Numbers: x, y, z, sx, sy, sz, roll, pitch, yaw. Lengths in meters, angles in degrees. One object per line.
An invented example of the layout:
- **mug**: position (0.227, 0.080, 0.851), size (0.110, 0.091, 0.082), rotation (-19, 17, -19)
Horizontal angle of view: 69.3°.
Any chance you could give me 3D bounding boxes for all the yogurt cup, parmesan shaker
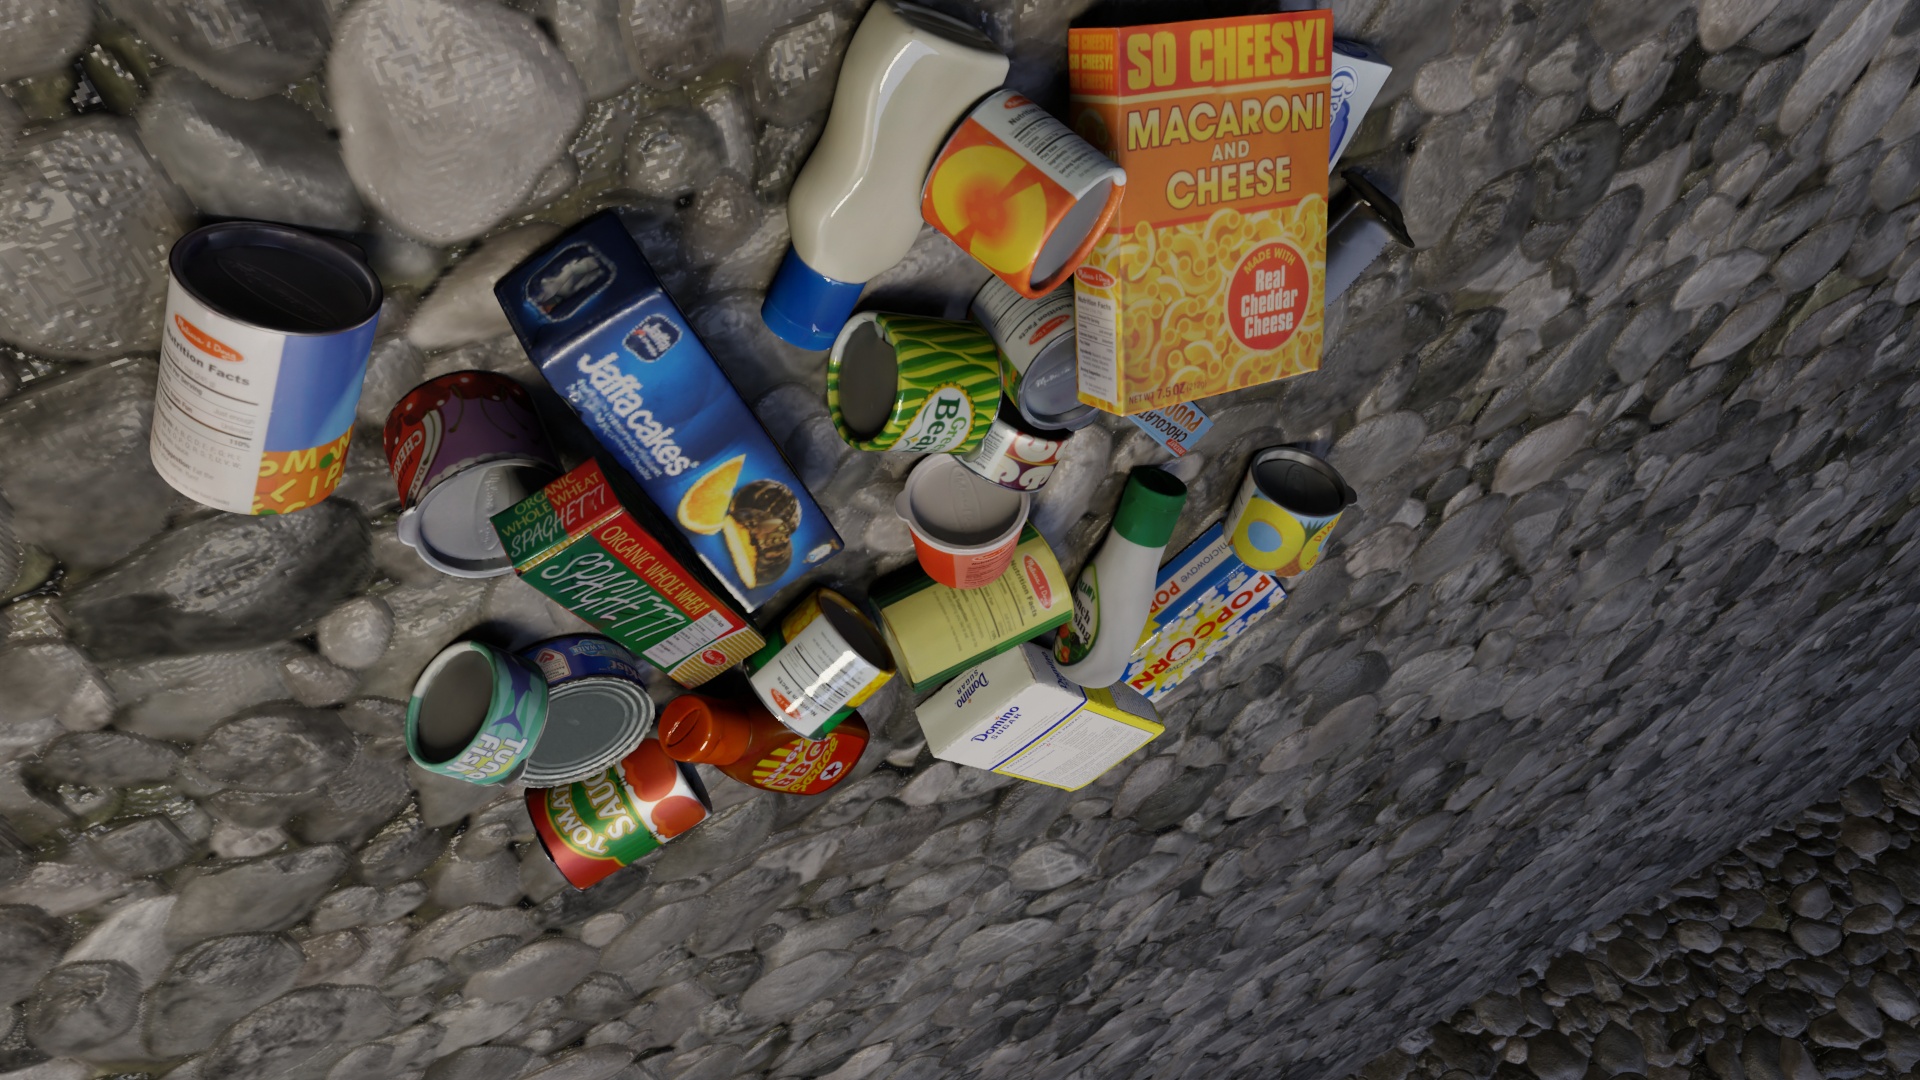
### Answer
- **yogurt cup**: position (0.003, -0.009, 0.756), size (0.072, 0.072, 0.053), rotation (-23, 151, -14)
- **parmesan shaker**: position (0.004, 0.036, 0.811), size (0.103, 0.071, 0.071), rotation (-25, 143, -11)

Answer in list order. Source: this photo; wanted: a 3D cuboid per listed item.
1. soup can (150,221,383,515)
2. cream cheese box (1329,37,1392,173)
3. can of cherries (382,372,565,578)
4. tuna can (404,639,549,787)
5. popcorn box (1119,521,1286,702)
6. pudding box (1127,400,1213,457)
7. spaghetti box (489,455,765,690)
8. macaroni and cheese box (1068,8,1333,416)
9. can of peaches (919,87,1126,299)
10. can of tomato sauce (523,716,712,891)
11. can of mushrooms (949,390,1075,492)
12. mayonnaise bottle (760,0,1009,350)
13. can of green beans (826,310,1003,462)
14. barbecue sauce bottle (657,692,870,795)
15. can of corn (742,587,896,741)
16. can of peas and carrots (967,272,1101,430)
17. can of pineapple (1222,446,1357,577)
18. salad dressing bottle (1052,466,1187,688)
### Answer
- **soup can**: position (-0.248, -0.062, 0.499), size (0.071, 0.071, 0.083), rotation (-1, 134, -37)
- **cream cheese box**: position (0.166, -0.200, 0.695), size (0.053, 0.024, 0.103), rotation (-4, 135, -37)
- **can of cherries**: position (-0.203, -0.028, 0.578), size (0.072, 0.058, 0.071), rotation (-21, 143, -16)
- **tuna can**: position (-0.234, 0.085, 0.673), size (0.071, 0.071, 0.033), rotation (-41, 142, 11)
- **popcorn box**: position (0.157, 0.052, 0.967), size (0.126, 0.038, 0.085), rotation (-41, 145, 9)
- **pudding box**: position (0.099, -0.082, 0.757), size (0.030, 0.050, 0.083), rotation (-45, 143, 12)
- **spaghetti box**: position (-0.143, 0.024, 0.644), size (0.050, 0.029, 0.249), rotation (-32, 163, -5)
- **macaroni and cheese box**: position (0.110, -0.151, 0.636), size (0.124, 0.040, 0.165), rotation (-15, 114, -27)
- **can of peaches**: position (0.026, -0.141, 0.575), size (0.071, 0.058, 0.071), rotation (-47, 167, -14)
- **can of tomato sauce**: position (-0.192, 0.147, 0.781), size (0.083, 0.071, 0.071), rotation (-29, 144, -7)
- **can of mushrooms**: position (0.025, -0.058, 0.714), size (0.071, 0.071, 0.033), rotation (3, 130, -40)
- **mayonnaise bottle**: position (-0.039, -0.148, 0.581), size (0.065, 0.041, 0.147), rotation (-1, 134, -44)
- **can of green beans**: position (-0.023, -0.074, 0.657), size (0.058, 0.071, 0.071), rotation (0, 133, -37)
- **barbecue sauce bottle**: position (-0.115, 0.115, 0.807), size (0.064, 0.044, 0.148), rotation (-47, 151, 10)
- **can of corn**: position (-0.078, 0.068, 0.782), size (0.058, 0.071, 0.071), rotation (-42, 143, 11)
- **can of peas and carrots**: position (0.045, -0.097, 0.690), size (0.071, 0.059, 0.070), rotation (-21, 143, -17)
- **can of pineapple**: position (0.212, -0.017, 0.903), size (0.071, 0.071, 0.057), rotation (-12, 140, -27)
- **salad dressing bottle**: position (0.101, 0.024, 0.877), size (0.044, 0.064, 0.147), rotation (8, 121, -18)
